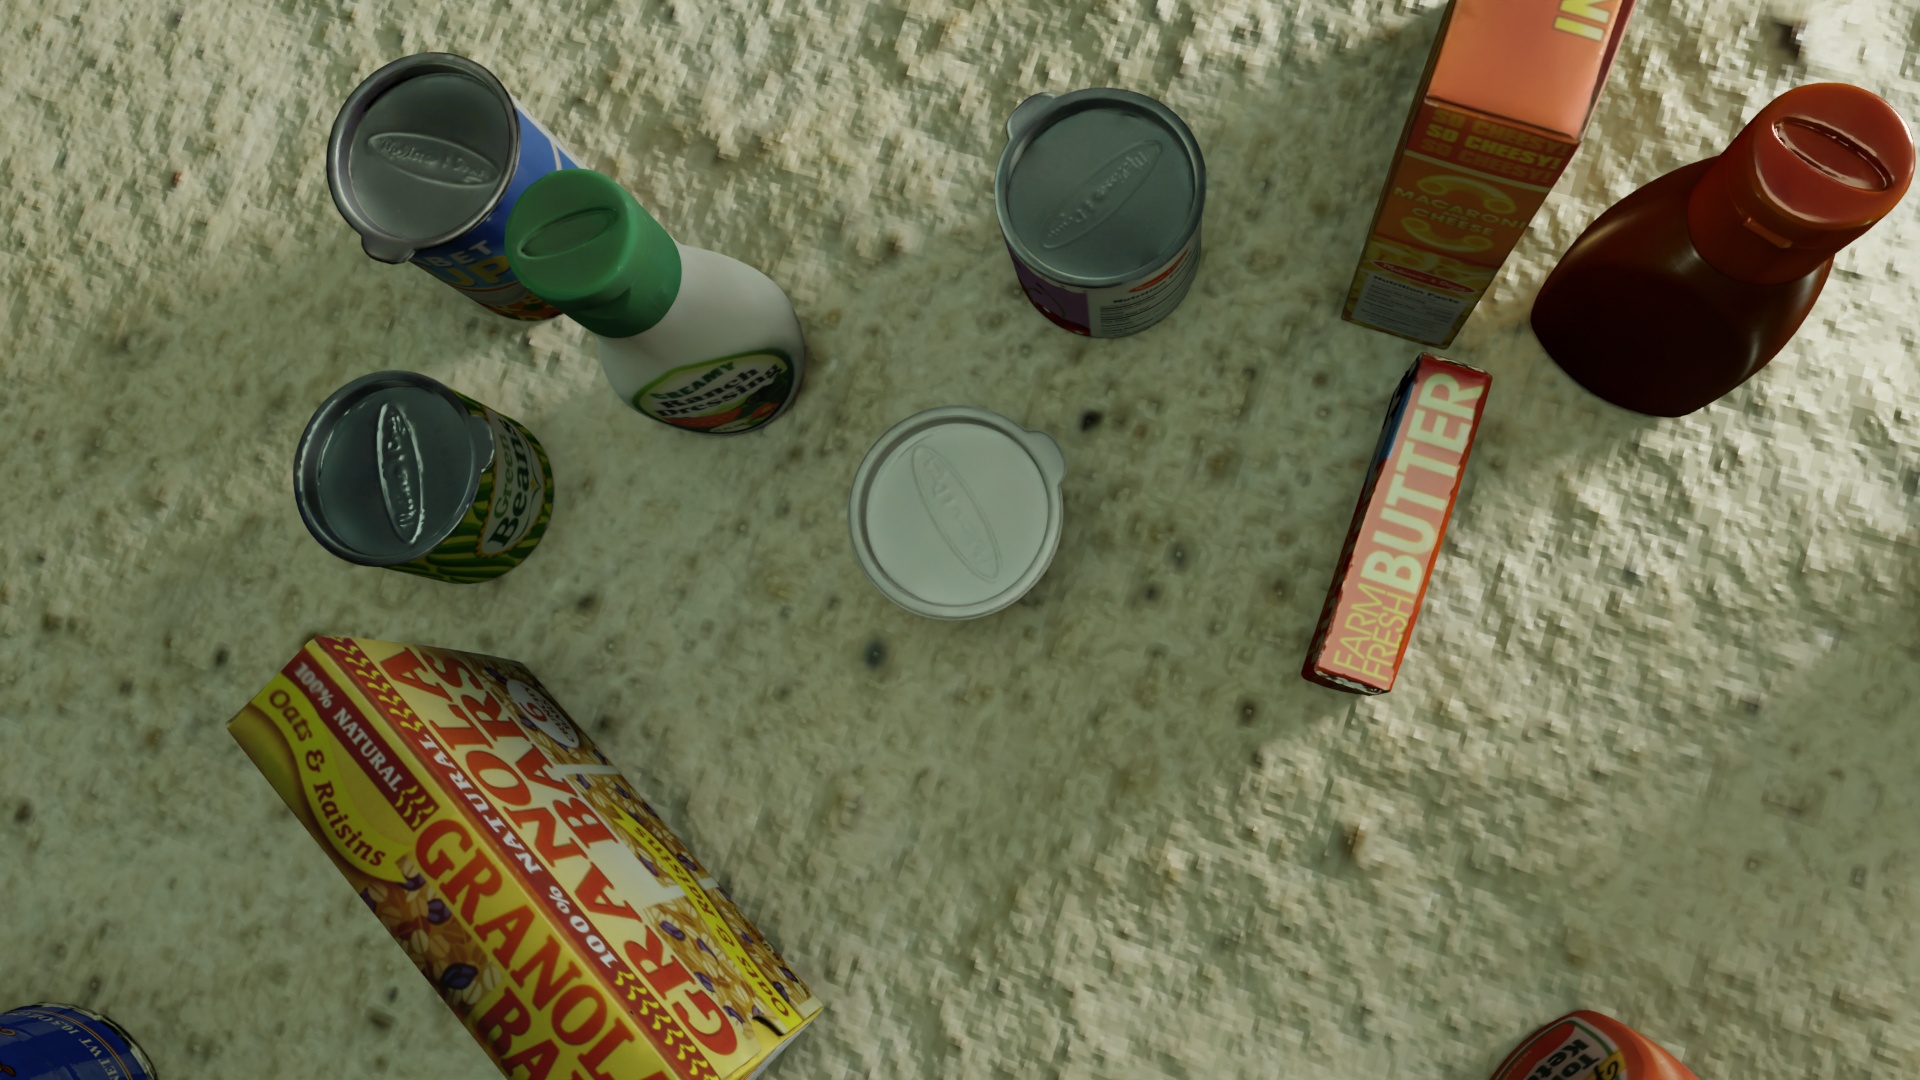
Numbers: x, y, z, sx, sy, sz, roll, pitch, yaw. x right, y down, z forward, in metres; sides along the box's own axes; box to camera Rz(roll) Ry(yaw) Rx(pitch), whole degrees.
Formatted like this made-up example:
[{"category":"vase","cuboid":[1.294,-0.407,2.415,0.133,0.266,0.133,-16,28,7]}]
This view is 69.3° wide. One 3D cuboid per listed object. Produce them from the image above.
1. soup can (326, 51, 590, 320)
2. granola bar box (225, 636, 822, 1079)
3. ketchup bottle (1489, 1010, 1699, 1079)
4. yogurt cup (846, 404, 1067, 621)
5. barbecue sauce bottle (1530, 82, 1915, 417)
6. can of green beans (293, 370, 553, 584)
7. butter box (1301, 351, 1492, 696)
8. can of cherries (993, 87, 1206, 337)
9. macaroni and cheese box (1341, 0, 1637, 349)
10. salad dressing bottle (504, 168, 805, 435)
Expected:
[{"category":"soup can","cuboid":[-0.166,-0.116,0.481,0.071,0.083,0.071,-1,82,9]},{"category":"granola bar box","cuboid":[-0.122,0.102,0.420,0.039,0.124,0.166,-45,78,1]},{"category":"ketchup bottle","cuboid":[0.172,0.163,0.353,0.043,0.148,0.065,41,90,12]},{"category":"yogurt cup","cuboid":[0.002,-0.006,0.453,0.072,0.054,0.072,-1,81,9]},{"category":"barbecue sauce bottle","cuboid":[0.207,-0.076,0.385,0.065,0.148,0.043,37,89,12]},{"category":"can of green beans","cuboid":[-0.184,-0.020,0.482,0.071,0.058,0.071,-1,81,9]},{"category":"butter box","cuboid":[0.135,-0.002,0.433,0.024,0.053,0.103,19,85,11]},{"category":"can of cherries","cuboid":[0.046,-0.108,0.460,0.071,0.058,0.071,-1,81,9]},{"category":"macaroni and cheese box","cuboid":[0.154,-0.138,0.393,0.040,0.166,0.124,19,85,11]},{"category":"salad dressing bottle","cuboid":[-0.091,-0.070,0.429,0.064,0.147,0.044,-19,80,6]}]
